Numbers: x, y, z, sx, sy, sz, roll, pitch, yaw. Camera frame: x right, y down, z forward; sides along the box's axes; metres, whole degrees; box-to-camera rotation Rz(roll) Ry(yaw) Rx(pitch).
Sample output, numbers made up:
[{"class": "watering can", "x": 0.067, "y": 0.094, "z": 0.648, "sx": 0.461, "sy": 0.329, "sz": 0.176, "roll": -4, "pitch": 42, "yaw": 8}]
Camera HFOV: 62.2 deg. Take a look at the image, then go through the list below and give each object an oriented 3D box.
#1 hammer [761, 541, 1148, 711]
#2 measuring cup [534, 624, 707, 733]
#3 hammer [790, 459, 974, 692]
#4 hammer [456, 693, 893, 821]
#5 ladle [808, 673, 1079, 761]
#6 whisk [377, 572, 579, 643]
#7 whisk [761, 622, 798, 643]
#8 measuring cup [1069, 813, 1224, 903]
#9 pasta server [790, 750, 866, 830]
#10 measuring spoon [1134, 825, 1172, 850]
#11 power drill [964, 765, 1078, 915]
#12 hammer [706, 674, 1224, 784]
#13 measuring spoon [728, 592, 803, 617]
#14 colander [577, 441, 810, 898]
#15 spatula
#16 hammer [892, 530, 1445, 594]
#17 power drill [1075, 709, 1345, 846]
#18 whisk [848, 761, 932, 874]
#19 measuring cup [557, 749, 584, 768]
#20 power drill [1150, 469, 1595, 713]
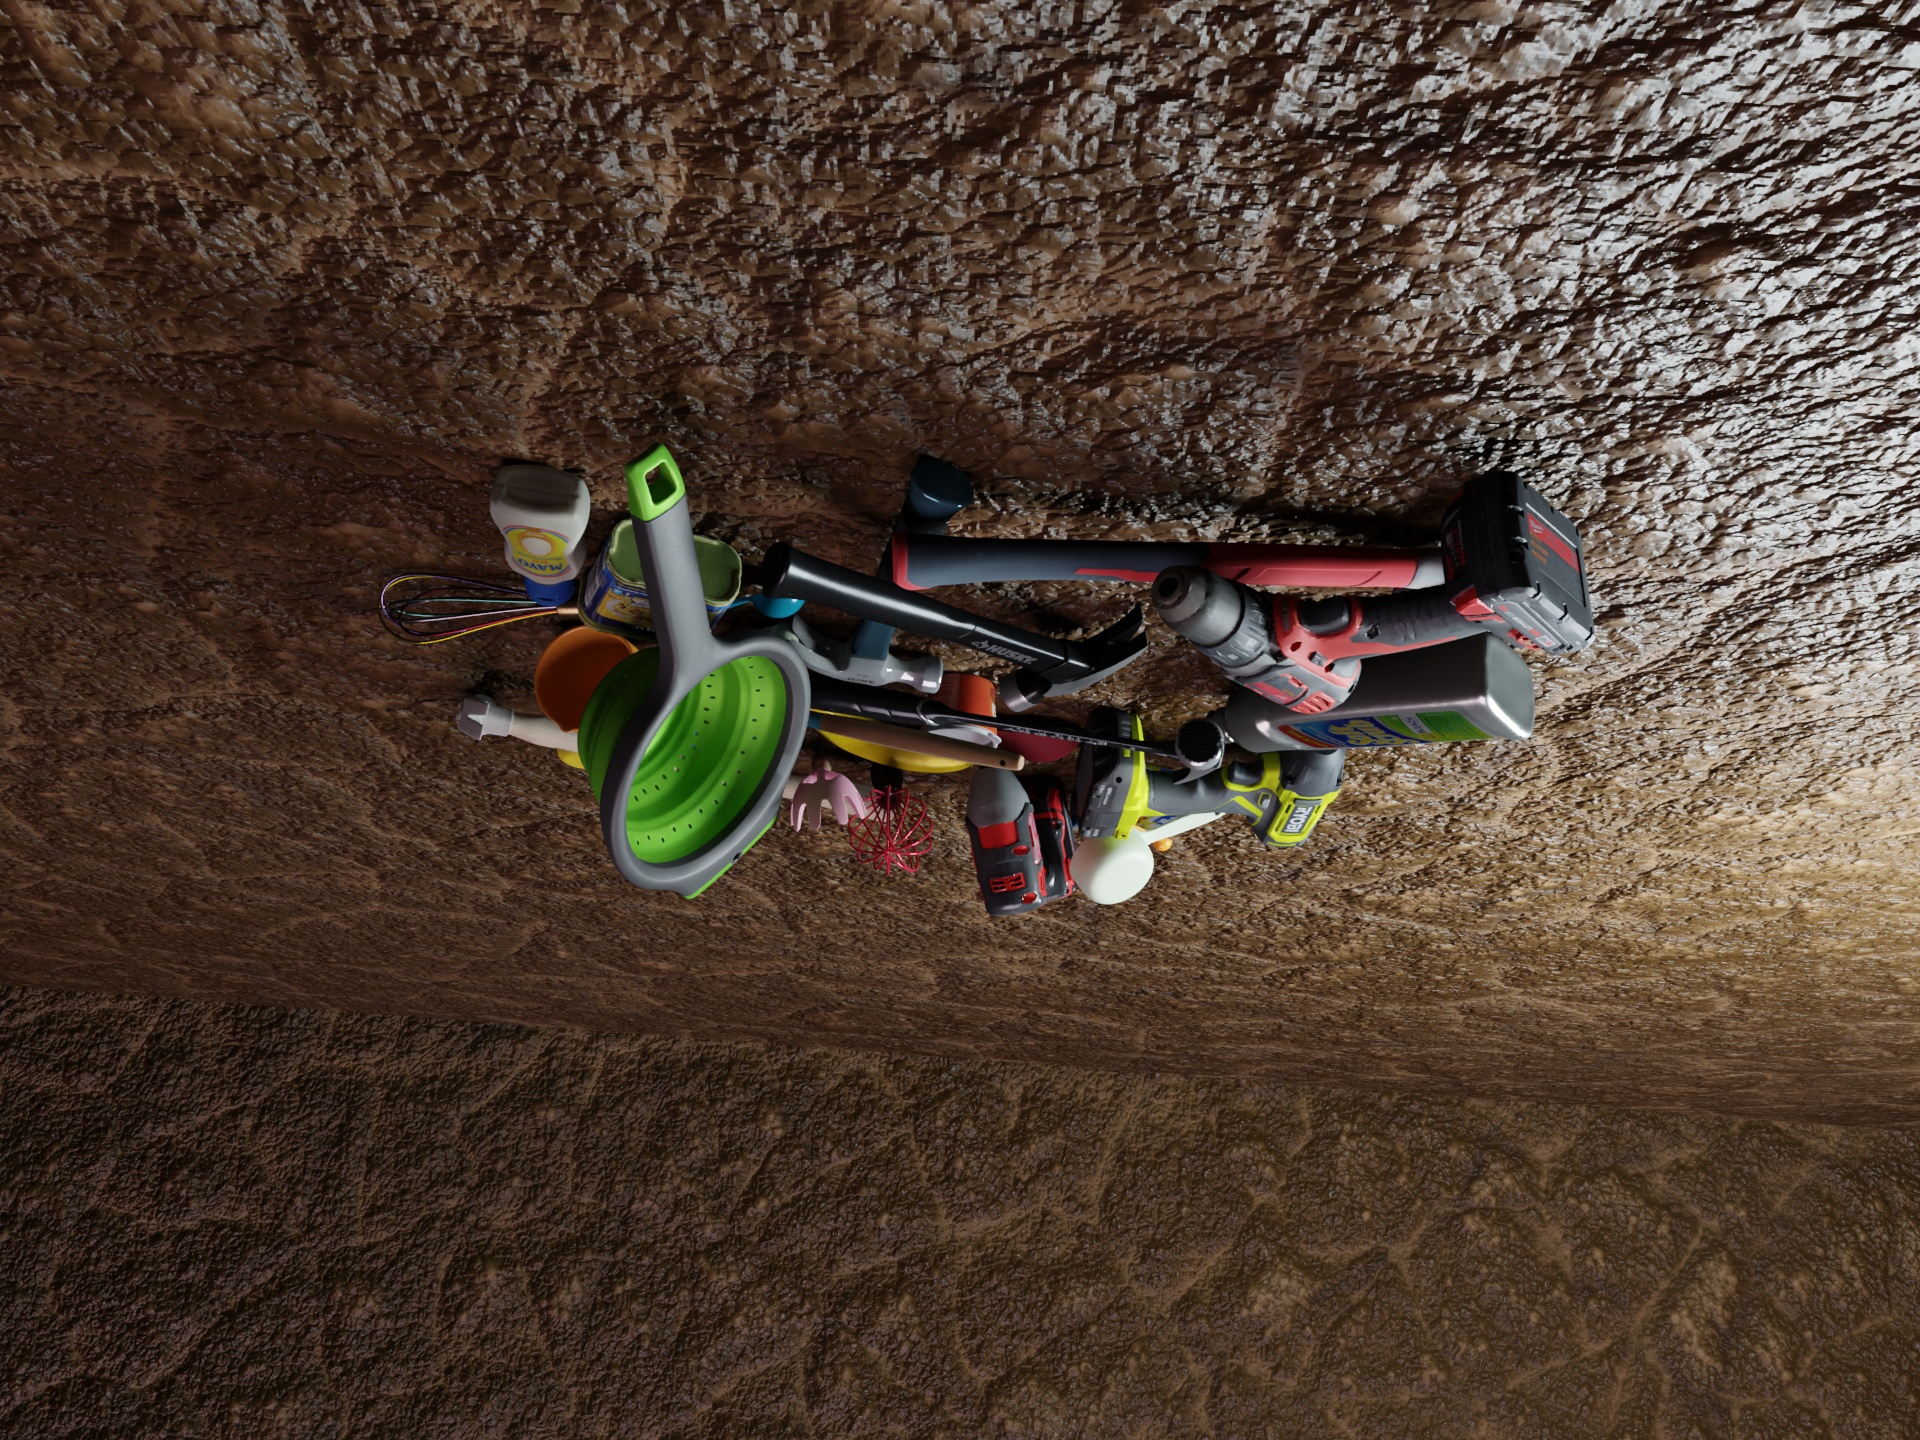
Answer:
[{"class": "hammer", "x": -0.007, "y": -0.071, "z": 1.124, "sx": 0.146, "sy": 0.035, "sz": 0.334, "roll": -24, "pitch": 155, "yaw": 37}, {"class": "measuring cup", "x": -0.257, "y": -0.018, "z": 1.289, "sx": 0.173, "sy": 0.095, "sz": 0.052, "roll": 16, "pitch": 170, "yaw": 12}, {"class": "hammer", "x": -0.046, "y": -0.096, "z": 1.154, "sx": 0.128, "sy": 0.033, "sz": 0.331, "roll": 8, "pitch": 158, "yaw": -11}, {"class": "hammer", "x": -0.251, "y": 0.039, "z": 1.459, "sx": 0.410, "sy": 0.038, "sz": 0.146, "roll": 14, "pitch": 178, "yaw": -20}, {"class": "ladle", "x": -0.037, "y": -0.007, "z": 1.392, "sx": 0.315, "sy": 0.031, "sz": 0.069, "roll": 15, "pitch": 161, "yaw": -21}, {"class": "whisk", "x": -0.330, "y": -0.086, "z": 1.227, "sx": 0.245, "sy": 0.047, "sz": 0.051, "roll": -1, "pitch": 157, "yaw": 4}, {"class": "whisk", "x": -0.227, "y": -0.039, "z": 1.324, "sx": 0.246, "sy": 0.058, "sz": 0.059, "roll": -17, "pitch": 120, "yaw": 35}, {"class": "measuring cup", "x": 0.185, "y": 0.121, "z": 1.487, "sx": 0.167, "sy": 0.038, "sz": 0.083, "roll": -22, "pitch": 135, "yaw": -9}, {"class": "pasta server", "x": -0.120, "y": 0.053, "z": 1.382, "sx": 0.060, "sy": 0.040, "sz": 0.316, "roll": -10, "pitch": -175, "yaw": -5}, {"class": "measuring spoon", "x": 0.166, "y": 0.110, "z": 1.558, "sx": 0.116, "sy": 0.011, "sz": 0.021, "roll": 22, "pitch": 152, "yaw": -38}, {"class": "power drill", "x": 0.053, "y": 0.106, "z": 1.475, "sx": 0.078, "sy": 0.143, "sz": 0.219, "roll": -13, "pitch": 172, "yaw": 10}, {"class": "hammer", "x": -0.002, "y": -0.004, "z": 1.231, "sx": 0.409, "sy": 0.036, "sz": 0.149, "roll": 10, "pitch": 172, "yaw": 9}, {"class": "measuring spoon", "x": -0.167, "y": -0.082, "z": 1.213, "sx": 0.128, "sy": 0.021, "sz": 0.042, "roll": -9, "pitch": -175, "yaw": 40}, {"class": "colander", "x": -0.210, "y": -0.041, "z": 1.095, "sx": 0.094, "sy": 0.204, "sz": 0.396, "roll": 29, "pitch": 145, "yaw": 24}, {"class": "spatula", "x": -0.097, "y": 0.012, "z": 1.332, "sx": 0.317, "sy": 0.044, "sz": 0.082, "roll": 10, "pitch": 119, "yaw": 24}, {"class": "hammer", "x": 0.150, "y": -0.109, "z": 1.027, "sx": 0.386, "sy": 0.038, "sz": 0.143, "roll": 1, "pitch": 158, "yaw": -5}, {"class": "power drill", "x": 0.221, "y": 0.049, "z": 1.410, "sx": 0.223, "sy": 0.080, "sz": 0.171, "roll": 2, "pitch": 149, "yaw": -4}, {"class": "whisk", "x": -0.063, "y": 0.073, "z": 1.405, "sx": 0.073, "sy": 0.073, "sz": 0.296, "roll": 6, "pitch": -169, "yaw": -5}, {"class": "measuring cup", "x": -0.313, "y": 0.027, "z": 1.528, "sx": 0.156, "sy": 0.029, "sz": 0.062, "roll": 0, "pitch": 158, "yaw": 12}, {"class": "power drill", "x": 0.248, "y": -0.074, "z": 0.978, "sx": 0.227, "sy": 0.080, "sz": 0.187, "roll": -18, "pitch": 151, "yaw": 39}]
